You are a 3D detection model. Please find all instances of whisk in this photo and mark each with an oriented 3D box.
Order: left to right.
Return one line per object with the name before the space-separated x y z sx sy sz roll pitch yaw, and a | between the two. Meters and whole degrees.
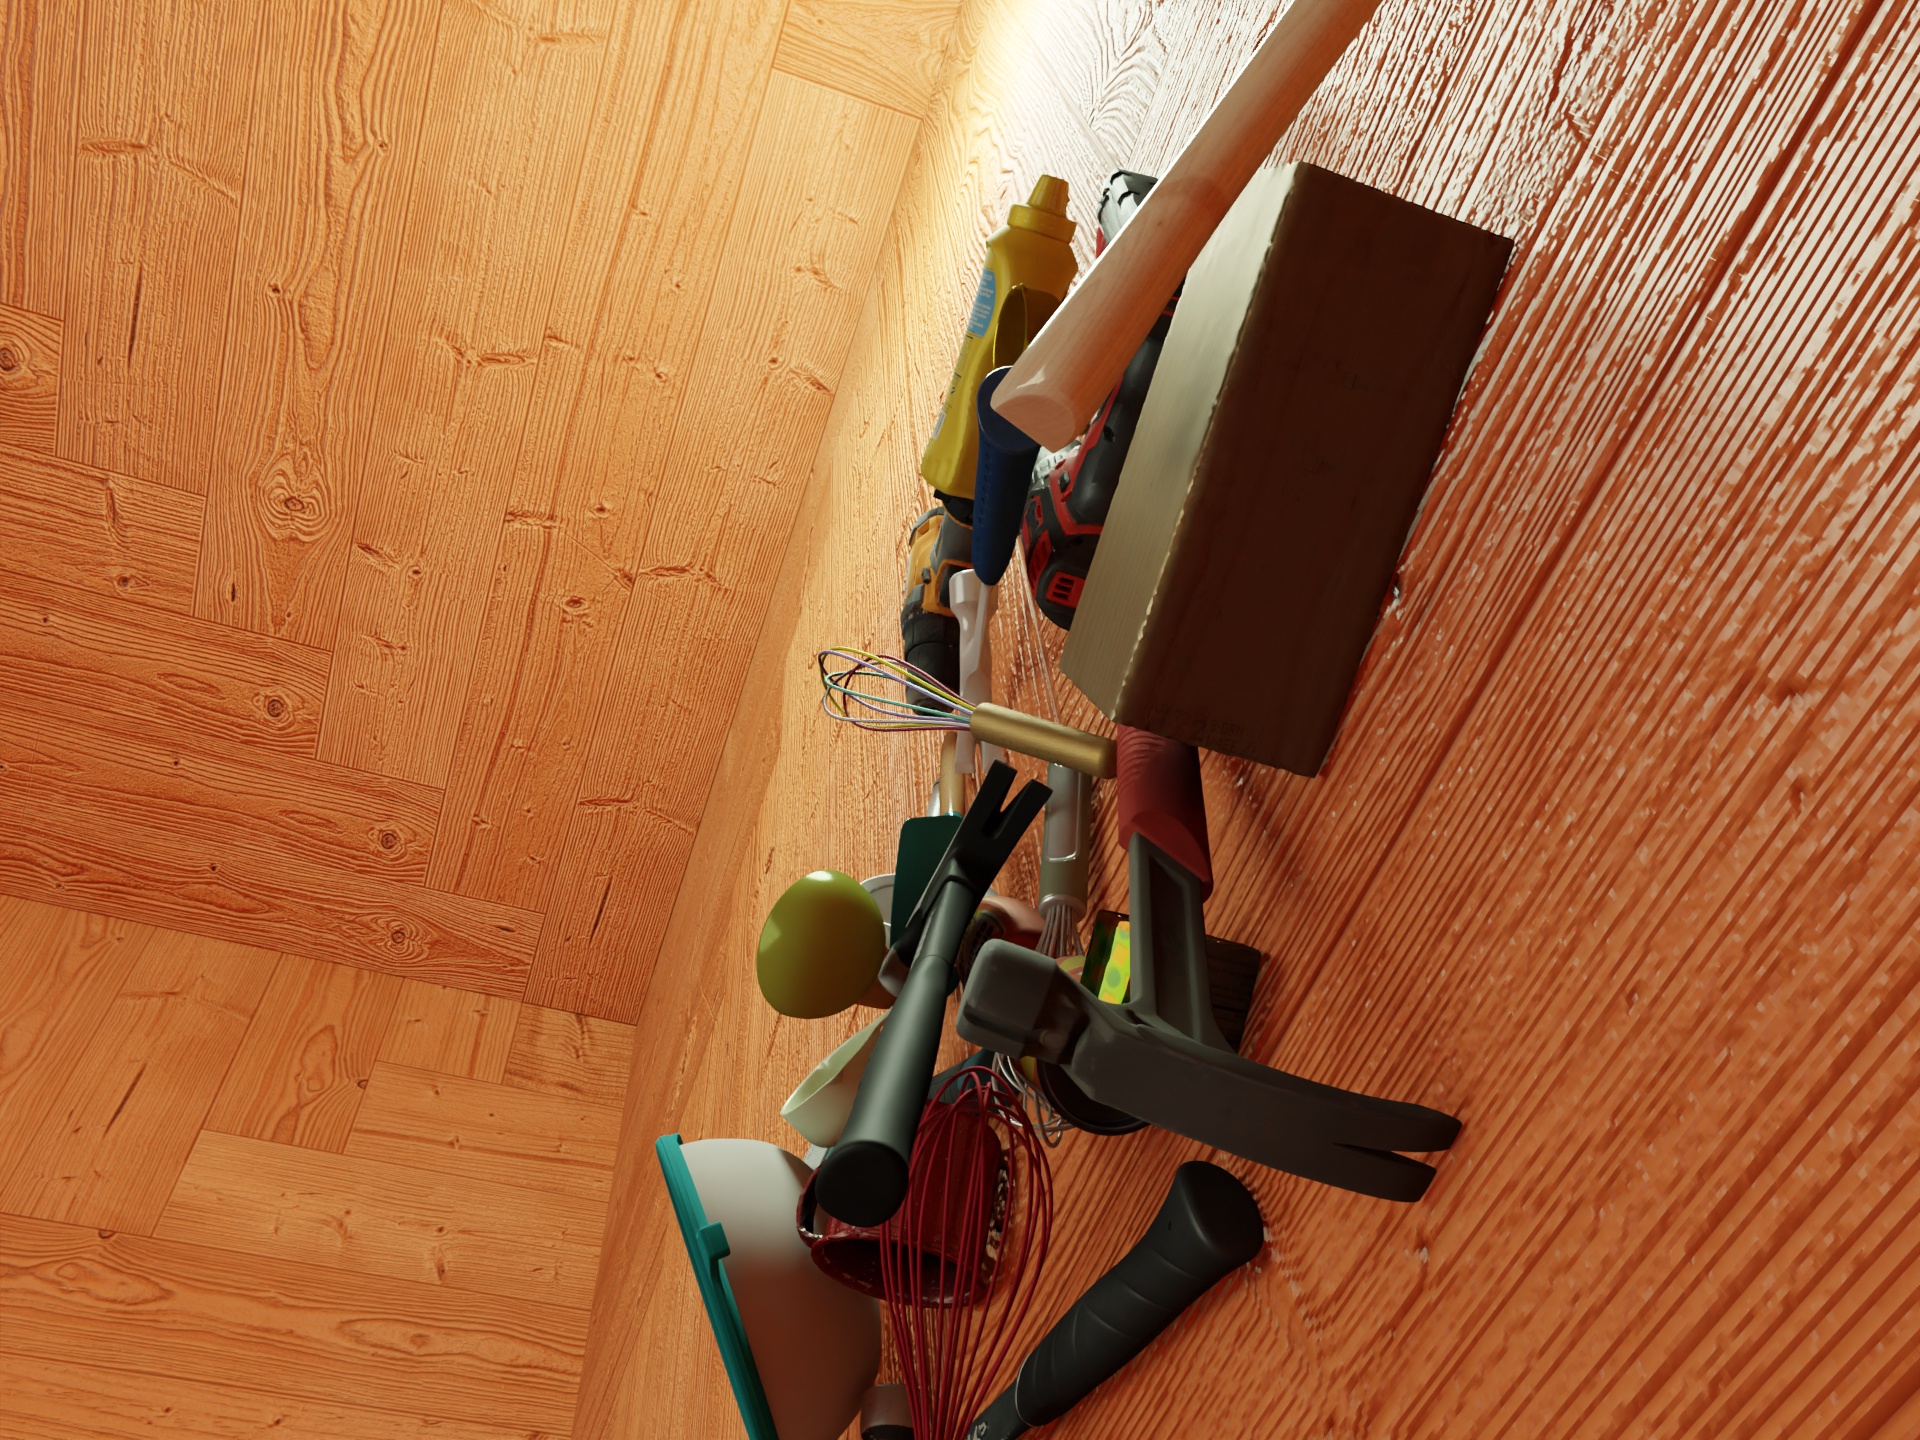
whisk | -0.008 0.291 0.659 0.073 0.073 0.296 -177 94 -77
whisk | -0.001 -0.001 0.904 0.245 0.051 0.047 17 97 45
whisk | 0.050 0.101 0.794 0.247 0.058 0.059 -83 -21 -46

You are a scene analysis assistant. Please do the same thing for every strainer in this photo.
strainer | -0.121 0.320 0.986 0.340 0.095 0.211 -154 48 -71
strainer | -0.020 0.097 1.062 0.259 0.087 0.050 -76 -2 -65

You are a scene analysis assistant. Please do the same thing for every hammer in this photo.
hammer | -0.039 0.251 0.980 0.128 0.033 0.331 -63 9 -32
hammer | -0.014 0.120 0.714 0.146 0.035 0.335 -61 1 15
hammer | 0.017 -0.079 0.899 0.405 0.035 0.144 97 171 -75
hammer | 0.025 0.303 0.694 0.408 0.036 0.149 118 161 -44
hammer | 0.087 0.041 0.617 0.359 0.149 0.036 -76 6 -67
hammer | 0.144 -0.268 0.544 0.410 0.038 0.146 -52 18 14

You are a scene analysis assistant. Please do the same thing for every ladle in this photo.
ladle | -0.076 0.131 0.936 0.320 0.062 0.078 113 176 -82

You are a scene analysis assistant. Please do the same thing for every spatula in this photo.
spatula | -0.016 0.055 1.047 0.318 0.044 0.082 -90 5 -74

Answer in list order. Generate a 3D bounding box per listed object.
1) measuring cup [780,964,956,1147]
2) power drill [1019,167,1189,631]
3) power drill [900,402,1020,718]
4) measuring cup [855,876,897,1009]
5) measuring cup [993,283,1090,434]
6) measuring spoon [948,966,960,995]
measuring cup | -0.034 0.192 0.959 0.167 0.038 0.083 -40 2 -12
power drill | 0.087 -0.182 0.889 0.188 0.080 0.226 -95 20 -57
power drill | 0.003 -0.124 1.172 0.226 0.084 0.186 115 164 -53
measuring cup | -0.045 0.164 1.113 0.173 0.052 0.095 173 111 -74
measuring cup | 0.052 -0.183 0.837 0.157 0.029 0.062 -116 34 -54
measuring spoon | -0.010 0.154 1.068 0.129 0.021 0.042 -90 22 -77
